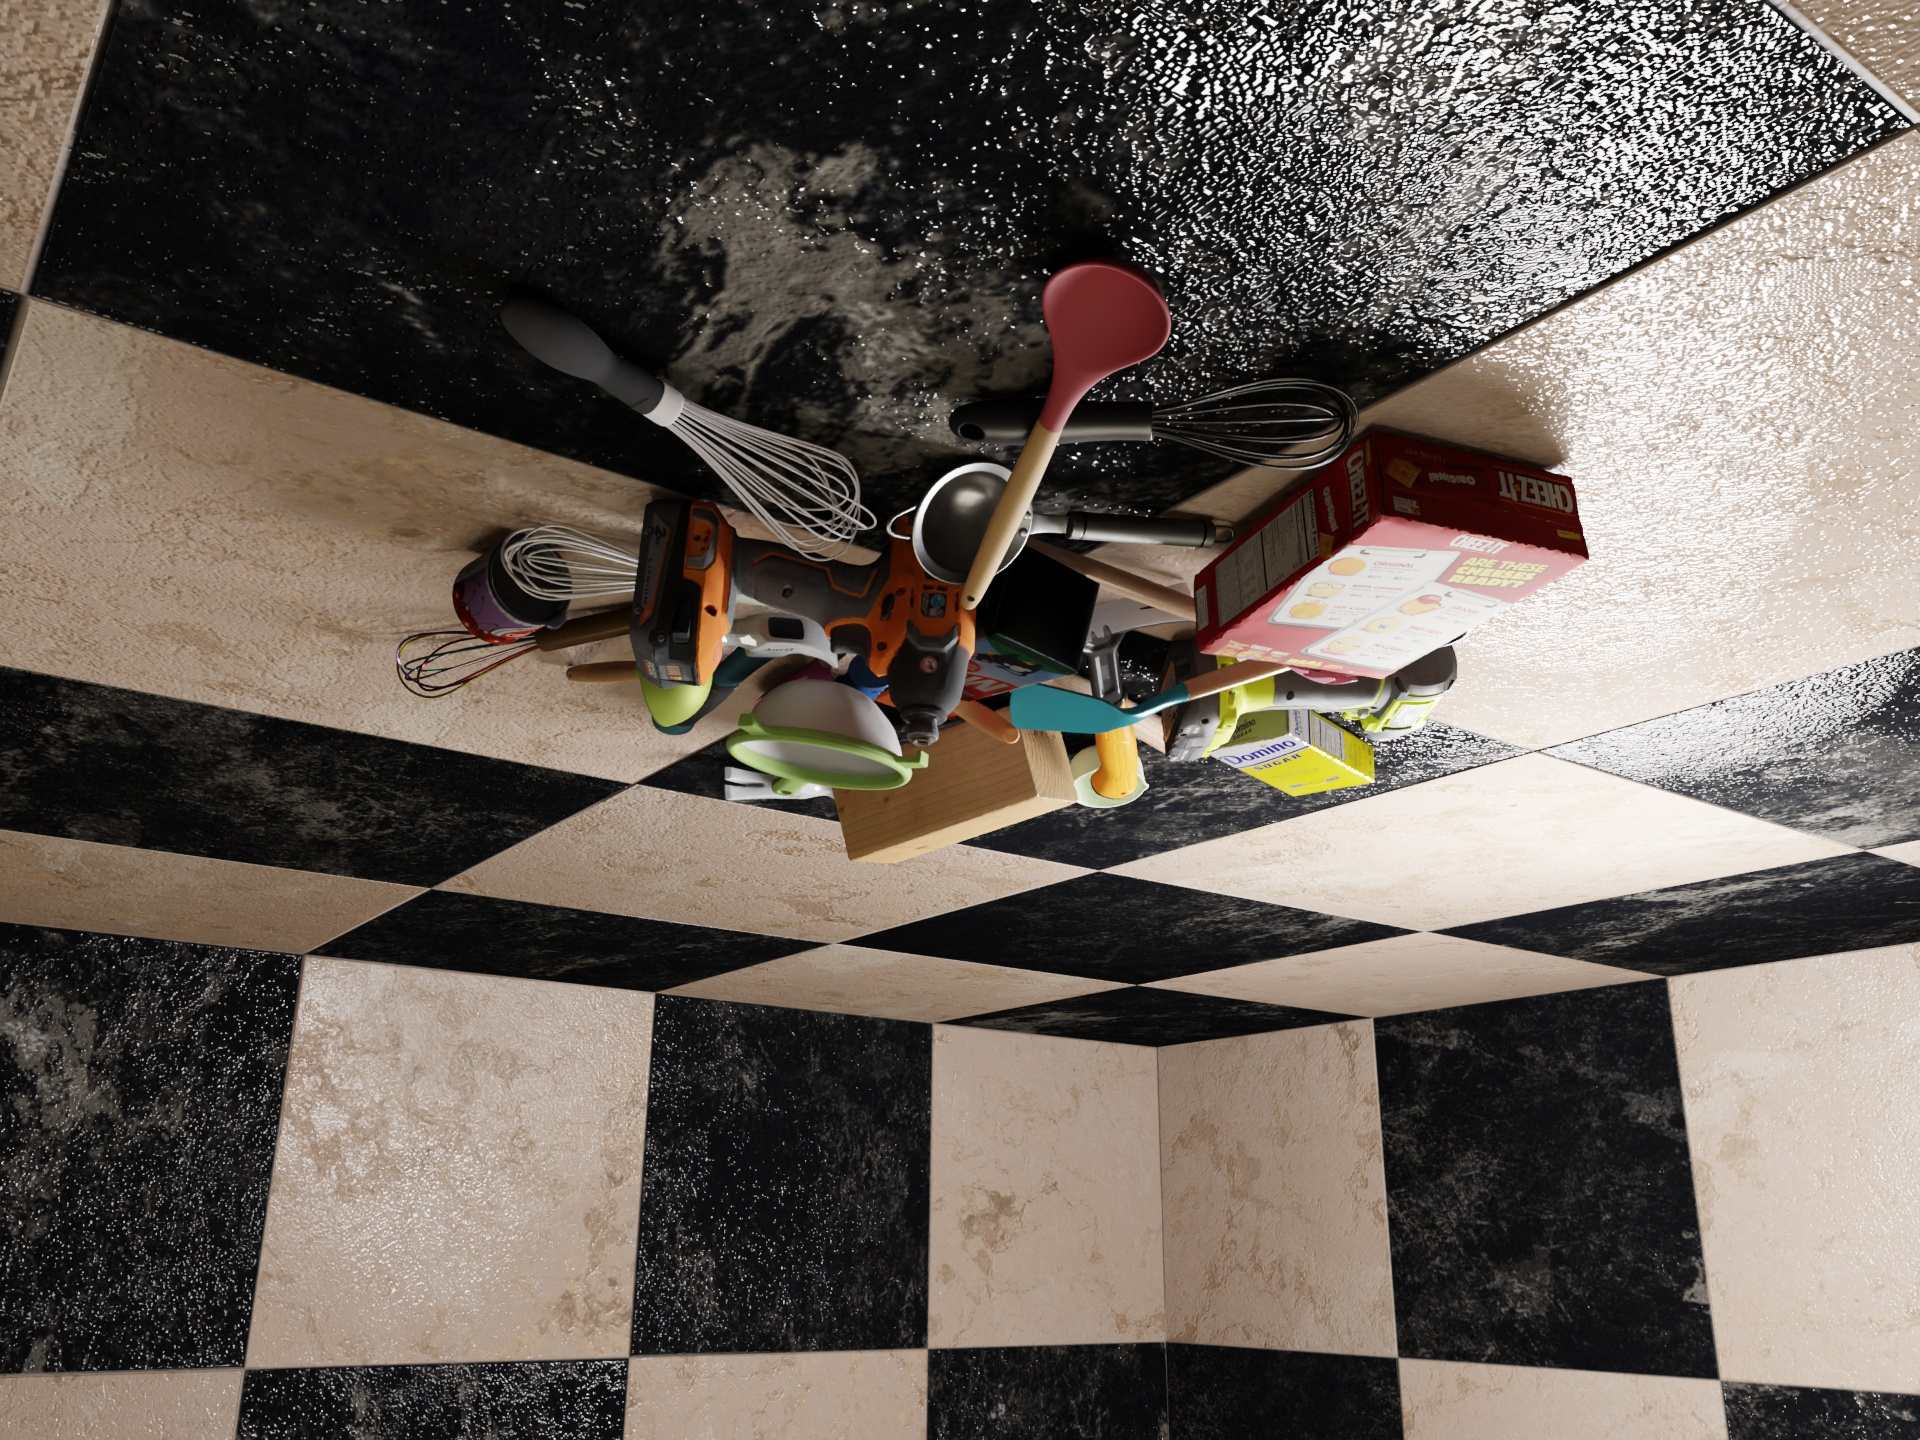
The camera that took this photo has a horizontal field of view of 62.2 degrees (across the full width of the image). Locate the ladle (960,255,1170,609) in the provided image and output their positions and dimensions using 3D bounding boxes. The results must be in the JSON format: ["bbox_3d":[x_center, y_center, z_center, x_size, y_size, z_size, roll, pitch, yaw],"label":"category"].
[{"bbox_3d":[0.046,-0.155,0.921,0.069,0.031,0.315,25,146,-2],"label":"ladle"}]

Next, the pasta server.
[{"bbox_3d":[0.163,-0.088,1.157,0.316,0.060,0.040,18,155,-21],"label":"pasta server"}]

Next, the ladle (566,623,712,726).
[{"bbox_3d":[-0.269,-0.037,1.242,0.062,0.078,0.320,-10,-174,-29],"label":"ladle"}]

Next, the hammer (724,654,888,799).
[{"bbox_3d":[-0.128,0.016,1.482,0.144,0.035,0.405,0,163,-15],"label":"hammer"}]

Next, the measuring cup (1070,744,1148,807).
[{"bbox_3d":[0.145,0.027,1.555,0.083,0.038,0.167,-2,145,-1],"label":"measuring cup"}]

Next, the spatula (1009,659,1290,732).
[{"bbox_3d":[0.195,-0.040,1.239,0.317,0.044,0.082,-17,155,-8],"label":"spatula"}]

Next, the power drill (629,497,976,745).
[{"bbox_3d":[-0.102,-0.067,1.070,0.226,0.164,0.084,4,158,-3],"label":"power drill"}]

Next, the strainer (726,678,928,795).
[{"bbox_3d":[-0.124,0.015,1.335,0.151,0.069,0.256,13,166,-13],"label":"strainer"}]

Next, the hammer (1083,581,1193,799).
[{"bbox_3d":[0.134,-0.010,1.332,0.127,0.034,0.336,-17,155,0],"label":"hammer"}]

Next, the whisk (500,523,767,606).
[{"bbox_3d":[-0.208,-0.104,1.148,0.246,0.059,0.057,5,146,-29],"label":"whisk"}]

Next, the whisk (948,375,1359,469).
[{"bbox_3d":[0.111,-0.174,0.932,0.239,0.055,0.055,2,162,10],"label":"whisk"}]

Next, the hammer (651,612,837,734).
[{"bbox_3d":[-0.200,-0.035,1.330,0.128,0.033,0.331,-1,168,-25],"label":"hammer"}]

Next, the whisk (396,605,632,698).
[{"bbox_3d":[-0.356,-0.059,1.290,0.245,0.047,0.051,-10,158,20],"label":"whisk"}]

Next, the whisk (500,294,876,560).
[{"bbox_3d":[-0.151,-0.171,0.935,0.070,0.070,0.284,-13,153,35],"label":"whisk"}]

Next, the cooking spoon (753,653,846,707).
[{"bbox_3d":[-0.102,-0.059,1.314,0.068,0.017,0.319,-9,167,-28],"label":"cooking spoon"}]

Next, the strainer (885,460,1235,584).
[{"bbox_3d":[0.068,-0.131,1.065,0.258,0.050,0.086,2,118,-19],"label":"strainer"}]

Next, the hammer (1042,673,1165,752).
[{"bbox_3d":[0.106,-0.025,1.386,0.130,0.031,0.331,-13,157,36],"label":"hammer"}]

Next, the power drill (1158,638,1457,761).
[{"bbox_3d":[0.285,-0.017,1.343,0.223,0.080,0.171,-2,161,-1],"label":"power drill"}]

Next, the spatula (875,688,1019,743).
[{"bbox_3d":[-0.002,-0.004,1.316,0.081,0.041,0.323,15,-175,-15],"label":"spatula"}]
